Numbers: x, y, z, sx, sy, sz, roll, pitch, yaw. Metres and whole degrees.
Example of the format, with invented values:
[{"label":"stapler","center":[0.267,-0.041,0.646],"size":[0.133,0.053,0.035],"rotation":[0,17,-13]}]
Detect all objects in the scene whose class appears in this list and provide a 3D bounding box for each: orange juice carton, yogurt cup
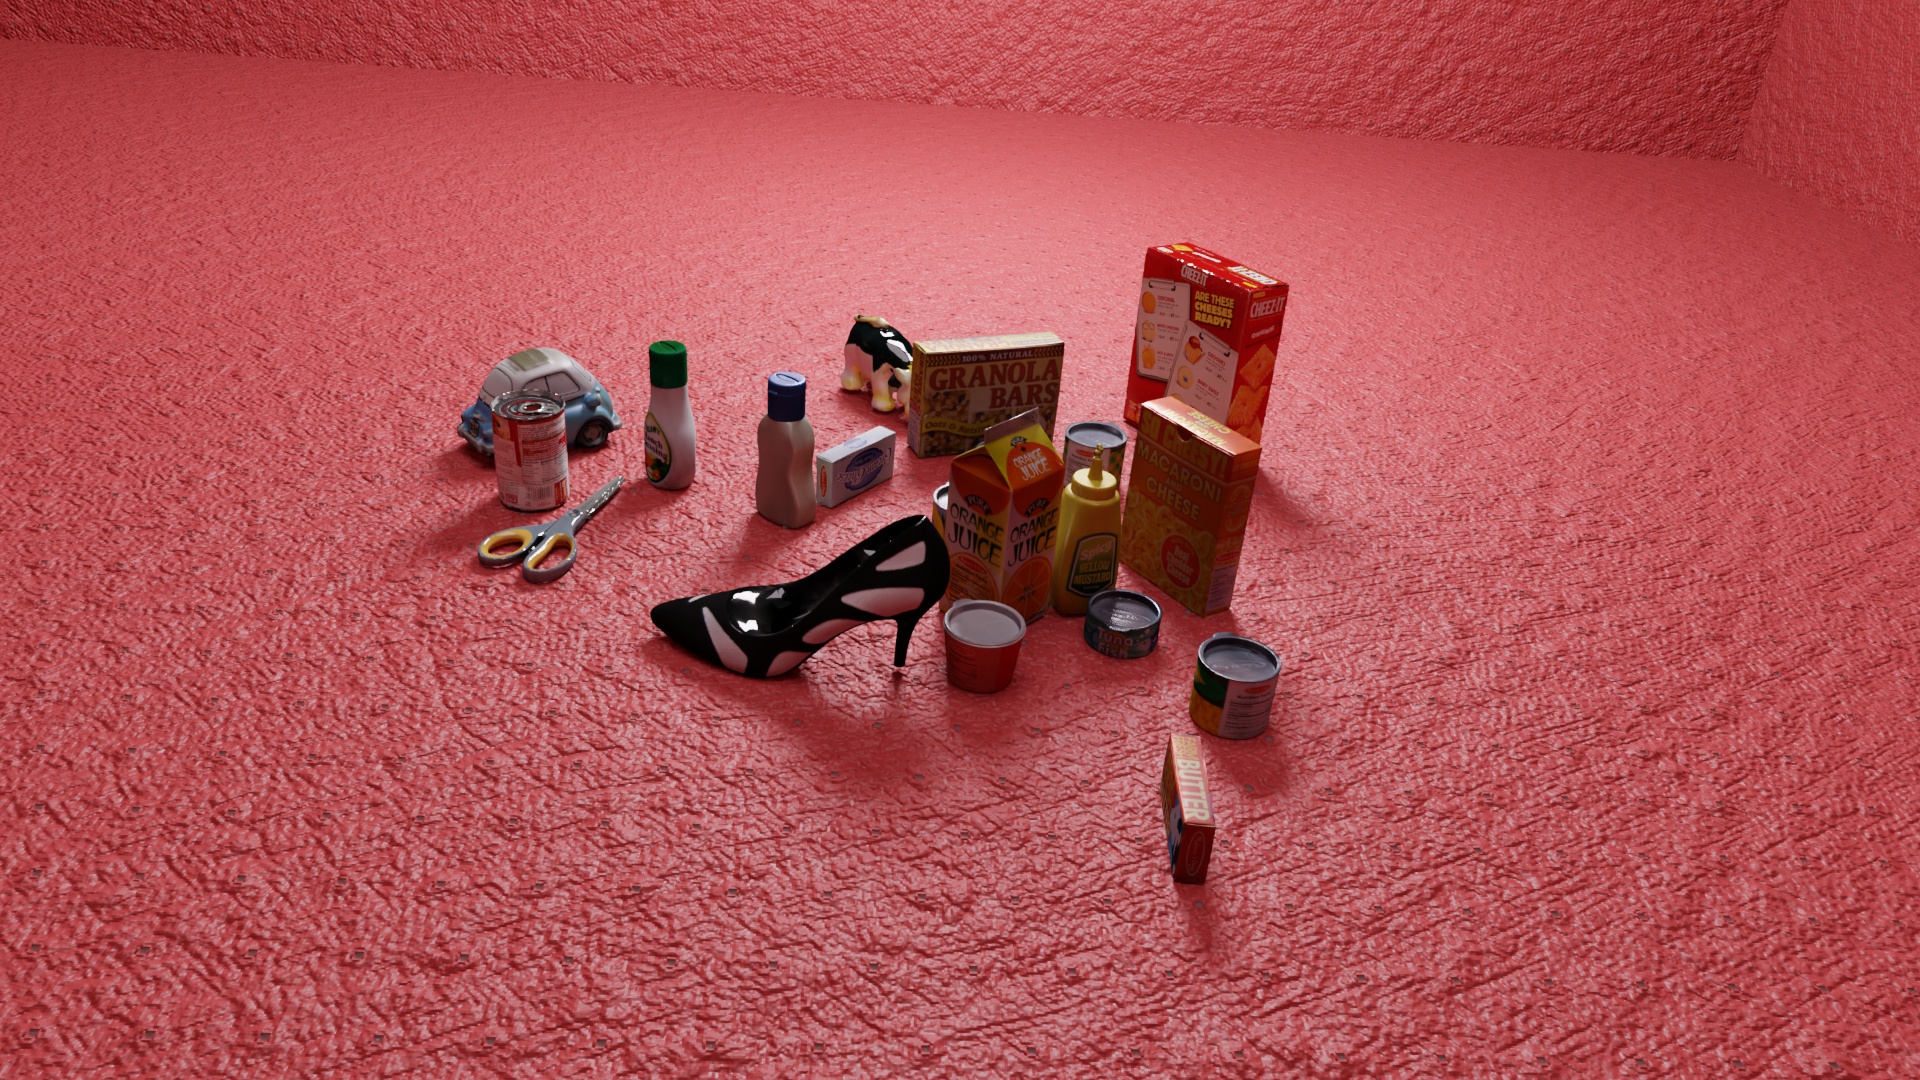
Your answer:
[{"label":"orange juice carton","center":[0.036,-0.019,1.198],"size":[0.073,0.191,0.072],"rotation":[28,36,35]},{"label":"yogurt cup","center":[0.018,0.089,1.144],"size":[0.072,0.053,0.073],"rotation":[4,29,-2]}]

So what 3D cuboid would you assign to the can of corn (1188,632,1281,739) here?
[{"label":"can of corn","center":[0.220,0.117,1.122],"size":[0.071,0.058,0.071],"rotation":[4,29,-2]}]

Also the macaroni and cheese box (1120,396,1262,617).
[{"label":"macaroni and cheese box","center":[0.207,-0.032,1.276],"size":[0.040,0.165,0.124],"rotation":[-15,34,-32]}]

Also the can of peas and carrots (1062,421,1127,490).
[{"label":"can of peas and carrots","center":[0.142,-0.088,1.478],"size":[0.071,0.058,0.071],"rotation":[4,29,-2]}]

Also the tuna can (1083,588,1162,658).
[{"label":"tuna can","center":[0.141,0.074,1.213],"size":[0.071,0.032,0.071],"rotation":[4,29,-2]}]

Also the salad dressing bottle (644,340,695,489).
[{"label":"salad dressing bottle","center":[-0.290,-0.125,1.383],"size":[0.044,0.147,0.064],"rotation":[-18,36,-36]}]

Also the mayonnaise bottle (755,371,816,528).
[{"label":"mayonnaise bottle","center":[-0.167,-0.088,1.336],"size":[0.065,0.147,0.041],"rotation":[25,34,32]}]

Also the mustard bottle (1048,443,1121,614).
[{"label":"mustard bottle","center":[0.112,-0.011,1.230],"size":[0.065,0.159,0.049],"rotation":[-8,31,-22]}]

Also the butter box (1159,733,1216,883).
[{"label":"butter box","center":[0.161,0.189,0.989],"size":[0.024,0.052,0.104],"rotation":[5,29,0]}]

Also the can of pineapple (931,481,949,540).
[{"label":"can of pineapple","center":[0.005,-0.017,1.328],"size":[0.071,0.057,0.071],"rotation":[4,29,-2]}]

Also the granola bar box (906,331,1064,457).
[{"label":"granola bar box","center":[0.028,-0.160,1.523],"size":[0.166,0.123,0.039],"rotation":[-8,31,-22]}]

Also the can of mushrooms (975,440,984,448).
[{"label":"can of mushrooms","center":[0.047,-0.080,1.474],"size":[0.071,0.033,0.071],"rotation":[4,29,-2]}]

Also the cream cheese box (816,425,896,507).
[{"label":"cream cheese box","center":[-0.107,-0.076,1.421],"size":[0.024,0.053,0.104],"rotation":[22,33,29]}]
